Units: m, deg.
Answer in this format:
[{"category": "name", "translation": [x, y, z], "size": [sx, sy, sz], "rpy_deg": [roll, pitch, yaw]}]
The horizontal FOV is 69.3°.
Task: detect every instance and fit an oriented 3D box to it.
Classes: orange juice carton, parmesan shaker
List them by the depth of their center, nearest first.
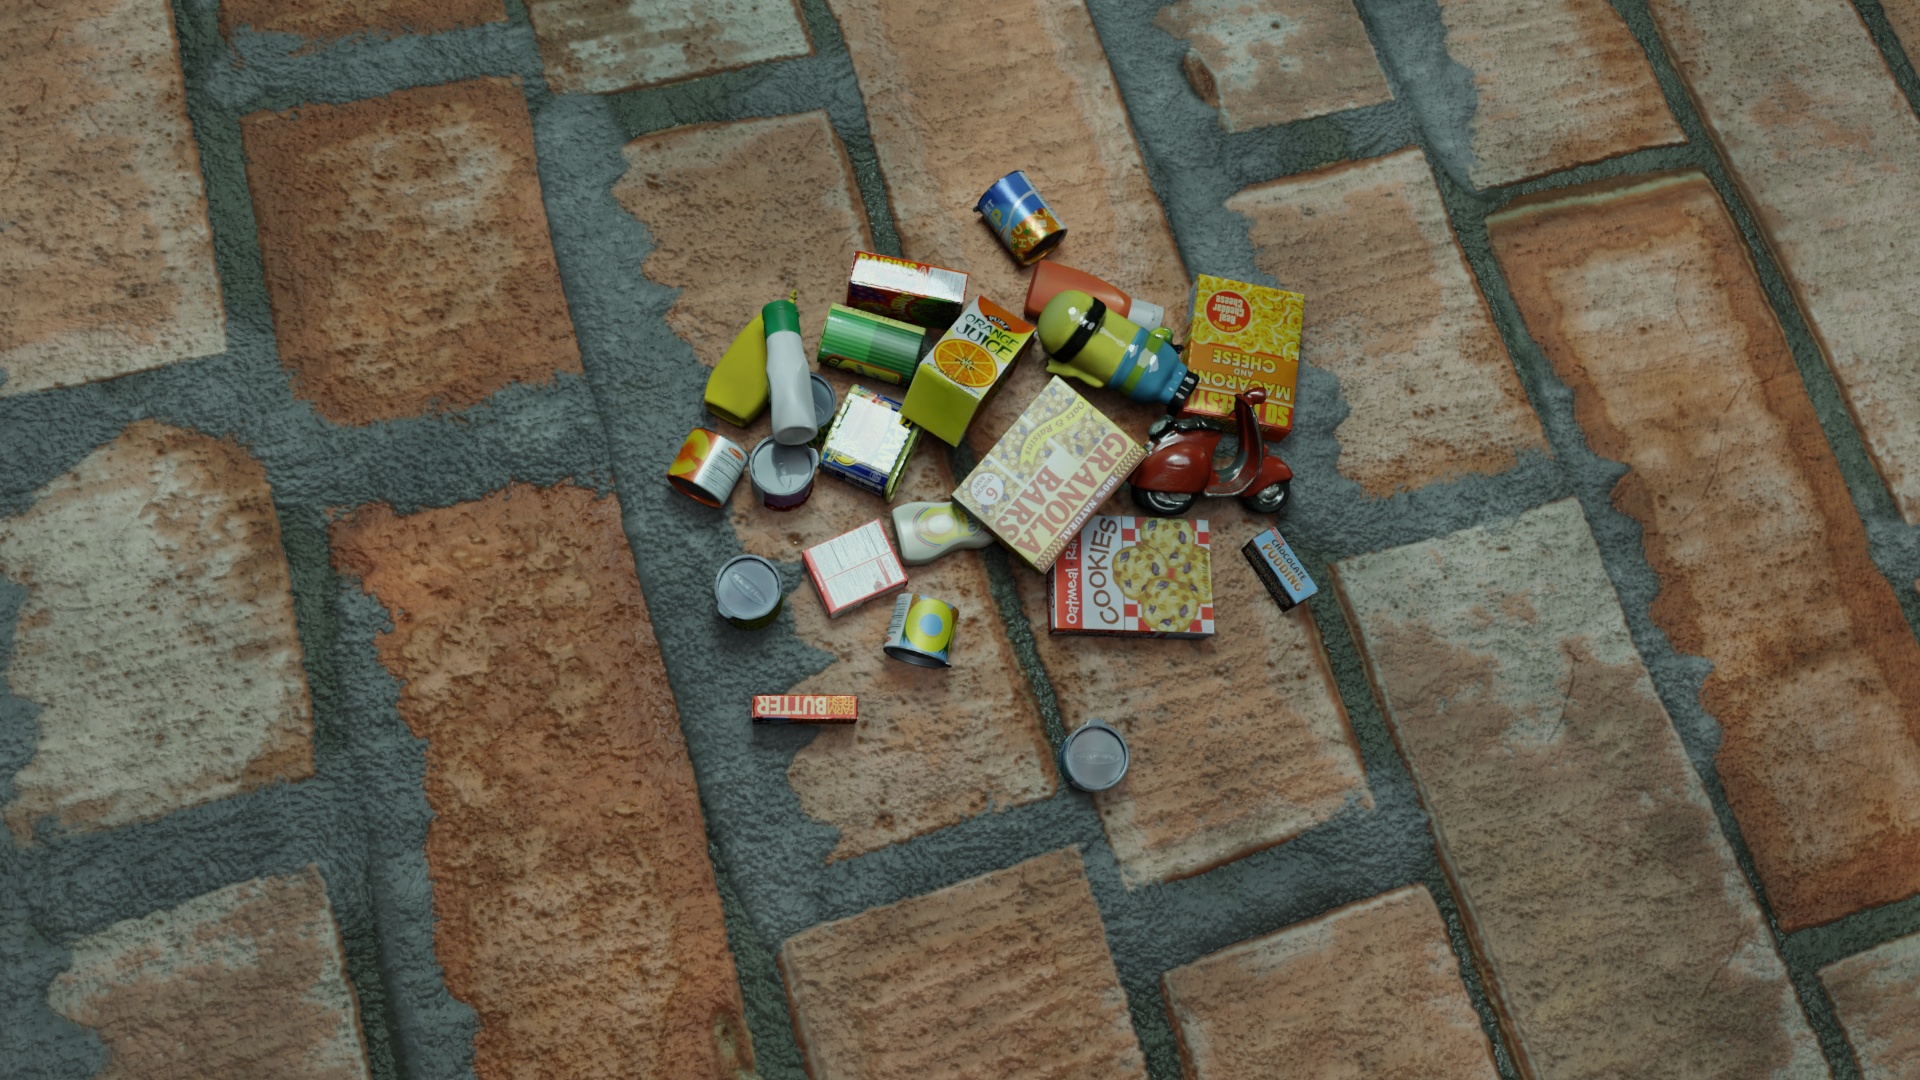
[{"category": "orange juice carton", "translation": [0.016, -0.190, 1.456], "size": [0.072, 0.072, 0.194], "rpy_deg": [32, 45, 3]}, {"category": "parmesan shaker", "translation": [-0.094, -0.206, 1.468], "size": [0.103, 0.071, 0.071], "rpy_deg": [16, 73, -3]}]

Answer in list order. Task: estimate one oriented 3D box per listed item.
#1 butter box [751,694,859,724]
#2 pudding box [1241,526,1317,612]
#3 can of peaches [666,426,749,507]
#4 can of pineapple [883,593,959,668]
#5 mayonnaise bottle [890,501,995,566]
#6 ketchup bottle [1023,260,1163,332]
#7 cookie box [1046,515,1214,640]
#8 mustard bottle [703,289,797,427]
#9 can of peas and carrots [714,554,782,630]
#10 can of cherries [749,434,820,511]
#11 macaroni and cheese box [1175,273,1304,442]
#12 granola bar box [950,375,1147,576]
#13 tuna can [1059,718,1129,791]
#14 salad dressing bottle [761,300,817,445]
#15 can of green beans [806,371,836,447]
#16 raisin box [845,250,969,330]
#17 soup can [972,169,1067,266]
[{"category": "butter box", "translation": [-0.152, 0.166, 1.361], "size": [0.103, 0.053, 0.024], "rpy_deg": [1, 76, -7]}, {"category": "pudding box", "translation": [0.336, 0.031, 1.463], "size": [0.030, 0.049, 0.084], "rpy_deg": [-30, 80, -12]}, {"category": "can of peaches", "translation": [-0.258, -0.074, 1.413], "size": [0.071, 0.071, 0.058], "rpy_deg": [25, 73, 1]}, {"category": "can of pineapple", "translation": [-0.037, 0.091, 1.391], "size": [0.071, 0.070, 0.058], "rpy_deg": [15, 73, -2]}, {"category": "mayonnaise bottle", "translation": [0.005, -0.018, 1.440], "size": [0.148, 0.041, 0.065], "rpy_deg": [-13, 75, -10]}, {"category": "ketchup bottle", "translation": [0.148, -0.259, 1.528], "size": [0.149, 0.043, 0.065], "rpy_deg": [15, 79, -3]}, {"category": "cookie box", "translation": [0.175, 0.038, 1.447], "size": [0.168, 0.040, 0.123], "rpy_deg": [2, 73, -7]}, {"category": "mustard bottle", "translation": [-0.209, -0.197, 1.462], "size": [0.065, 0.048, 0.161], "rpy_deg": [28, 72, 1]}, {"category": "can of peas and carrots", "translation": [-0.212, 0.055, 1.383], "size": [0.071, 0.058, 0.071], "rpy_deg": [2, 74, -6]}, {"category": "can of cherries", "translation": [-0.180, -0.069, 1.424], "size": [0.071, 0.058, 0.071], "rpy_deg": [2, 73, -6]}, {"category": "macaroni and cheese box", "translation": [0.308, -0.202, 1.533], "size": [0.124, 0.040, 0.167], "rpy_deg": [10, 73, -3]}, {"category": "granola bar box", "translation": [0.089, -0.065, 1.409], "size": [0.124, 0.039, 0.166], "rpy_deg": [40, 84, 2]}, {"category": "tuna can", "translation": [0.134, 0.216, 1.392], "size": [0.071, 0.032, 0.071], "rpy_deg": [2, 74, -7]}, {"category": "salad dressing bottle", "translation": [-0.174, -0.170, 1.393], "size": [0.044, 0.064, 0.148], "rpy_deg": [-12, 67, 5]}, {"category": "can of green beans", "translation": [-0.163, -0.135, 1.445], "size": [0.071, 0.057, 0.071], "rpy_deg": [2, 74, -7]}, {"category": "raisin box", "translation": [-0.058, -0.264, 1.481], "size": [0.123, 0.086, 0.040], "rpy_deg": [11, 78, -4]}, {"category": "soup can", "translation": [0.066, -0.354, 1.534], "size": [0.071, 0.071, 0.084], "rpy_deg": [-34, 81, -15]}]
